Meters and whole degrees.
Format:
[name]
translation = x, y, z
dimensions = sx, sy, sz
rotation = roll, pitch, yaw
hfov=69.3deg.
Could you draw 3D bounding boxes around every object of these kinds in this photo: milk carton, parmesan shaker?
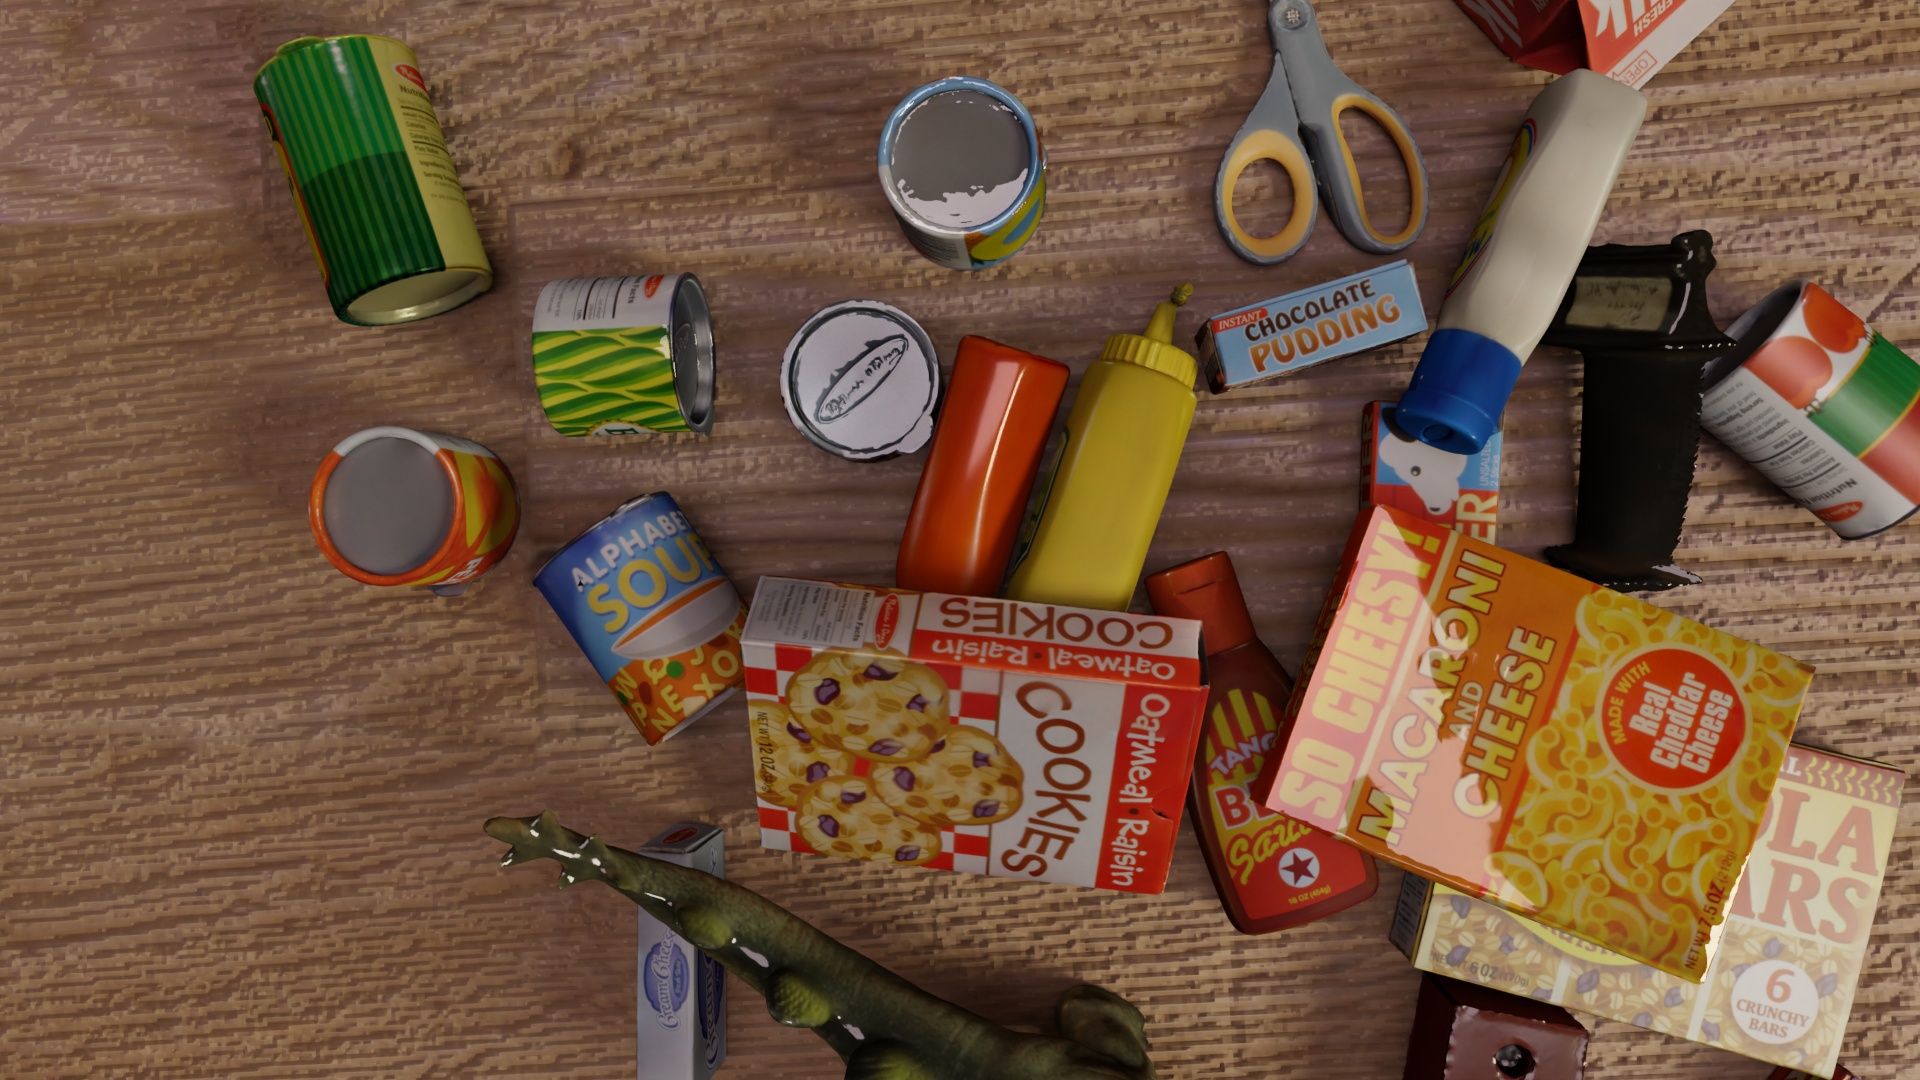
[milk carton]
translation = 0.220, -0.264, 0.550
dimensions = 0.072, 0.073, 0.190
rotation = -42, 87, 2
[parmesan shaker]
translation = -0.246, -0.149, 0.581
dimensions = 0.071, 0.071, 0.103
rotation = -20, 87, 4

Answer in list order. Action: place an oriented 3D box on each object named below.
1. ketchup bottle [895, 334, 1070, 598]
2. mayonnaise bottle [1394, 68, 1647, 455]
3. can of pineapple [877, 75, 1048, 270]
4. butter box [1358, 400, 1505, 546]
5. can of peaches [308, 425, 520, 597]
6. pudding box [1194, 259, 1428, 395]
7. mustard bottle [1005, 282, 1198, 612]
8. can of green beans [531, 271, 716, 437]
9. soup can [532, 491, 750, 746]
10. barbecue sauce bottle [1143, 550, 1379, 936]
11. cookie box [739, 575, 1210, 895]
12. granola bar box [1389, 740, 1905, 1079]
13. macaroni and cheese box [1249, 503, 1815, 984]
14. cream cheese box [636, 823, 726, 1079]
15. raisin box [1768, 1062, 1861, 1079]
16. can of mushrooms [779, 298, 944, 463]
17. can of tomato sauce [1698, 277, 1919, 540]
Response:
[ketchup bottle]
translation = 0.002, -0.007, 0.567
dimensions = 0.043, 0.065, 0.148
rotation = 20, 99, 17
[mayonnaise bottle]
translation = 0.217, -0.106, 0.544
dimensions = 0.041, 0.064, 0.148
rotation = 26, 83, 6
[can of pineapple]
translation = 0.003, -0.151, 0.571
dimensions = 0.071, 0.058, 0.071
rotation = 0, 89, 4
[butter box]
translation = 0.191, -0.005, 0.571
dimensions = 0.053, 0.024, 0.103
rotation = 4, 89, 3
[can of peaches]
translation = -0.228, -0.011, 0.583
dimensions = 0.071, 0.058, 0.071
rotation = 0, 88, 4
[pudding box]
translation = 0.141, -0.085, 0.563
dimensions = 0.084, 0.049, 0.030
rotation = -16, 89, 4
[mustard bottle]
translation = 0.062, -0.031, 0.563
dimensions = 0.049, 0.065, 0.160
rotation = 19, 85, 1
[can of green beans]
translation = -0.138, -0.076, 0.575
dimensions = 0.058, 0.071, 0.071
rotation = -2, 89, 5
[soup can]
translation = -0.122, 0.031, 0.569
dimensions = 0.071, 0.071, 0.084
rotation = -36, 87, 3
[barbecue sauce bottle]
translation = 0.116, 0.079, 0.564
dimensions = 0.065, 0.043, 0.148
rotation = -19, 87, 3
[cookie box]
translation = 0.004, 0.079, 0.540
dimensions = 0.167, 0.040, 0.122
rotation = 6, 131, 4
[granola bar box]
translation = 0.271, 0.128, 0.554
dimensions = 0.166, 0.039, 0.124
rotation = 14, 89, 4
[macaroni and cheese box]
translation = 0.209, 0.073, 0.520
dimensions = 0.166, 0.040, 0.124
rotation = 21, 86, 4
[cream cheese box]
translation = -0.114, 0.173, 0.573
dimensions = 0.024, 0.053, 0.103
rotation = 0, 89, 6
[raisin box]
translation = 0.362, 0.274, 0.544
dimensions = 0.123, 0.040, 0.086
rotation = 39, 92, 5
[can of mushrooms]
translation = -0.039, -0.064, 0.584
dimensions = 0.071, 0.033, 0.071
rotation = 0, 88, 4
[can of tomato sauce]
translation = 0.337, -0.053, 0.541
dimensions = 0.083, 0.071, 0.071
rotation = 40, 92, 4
